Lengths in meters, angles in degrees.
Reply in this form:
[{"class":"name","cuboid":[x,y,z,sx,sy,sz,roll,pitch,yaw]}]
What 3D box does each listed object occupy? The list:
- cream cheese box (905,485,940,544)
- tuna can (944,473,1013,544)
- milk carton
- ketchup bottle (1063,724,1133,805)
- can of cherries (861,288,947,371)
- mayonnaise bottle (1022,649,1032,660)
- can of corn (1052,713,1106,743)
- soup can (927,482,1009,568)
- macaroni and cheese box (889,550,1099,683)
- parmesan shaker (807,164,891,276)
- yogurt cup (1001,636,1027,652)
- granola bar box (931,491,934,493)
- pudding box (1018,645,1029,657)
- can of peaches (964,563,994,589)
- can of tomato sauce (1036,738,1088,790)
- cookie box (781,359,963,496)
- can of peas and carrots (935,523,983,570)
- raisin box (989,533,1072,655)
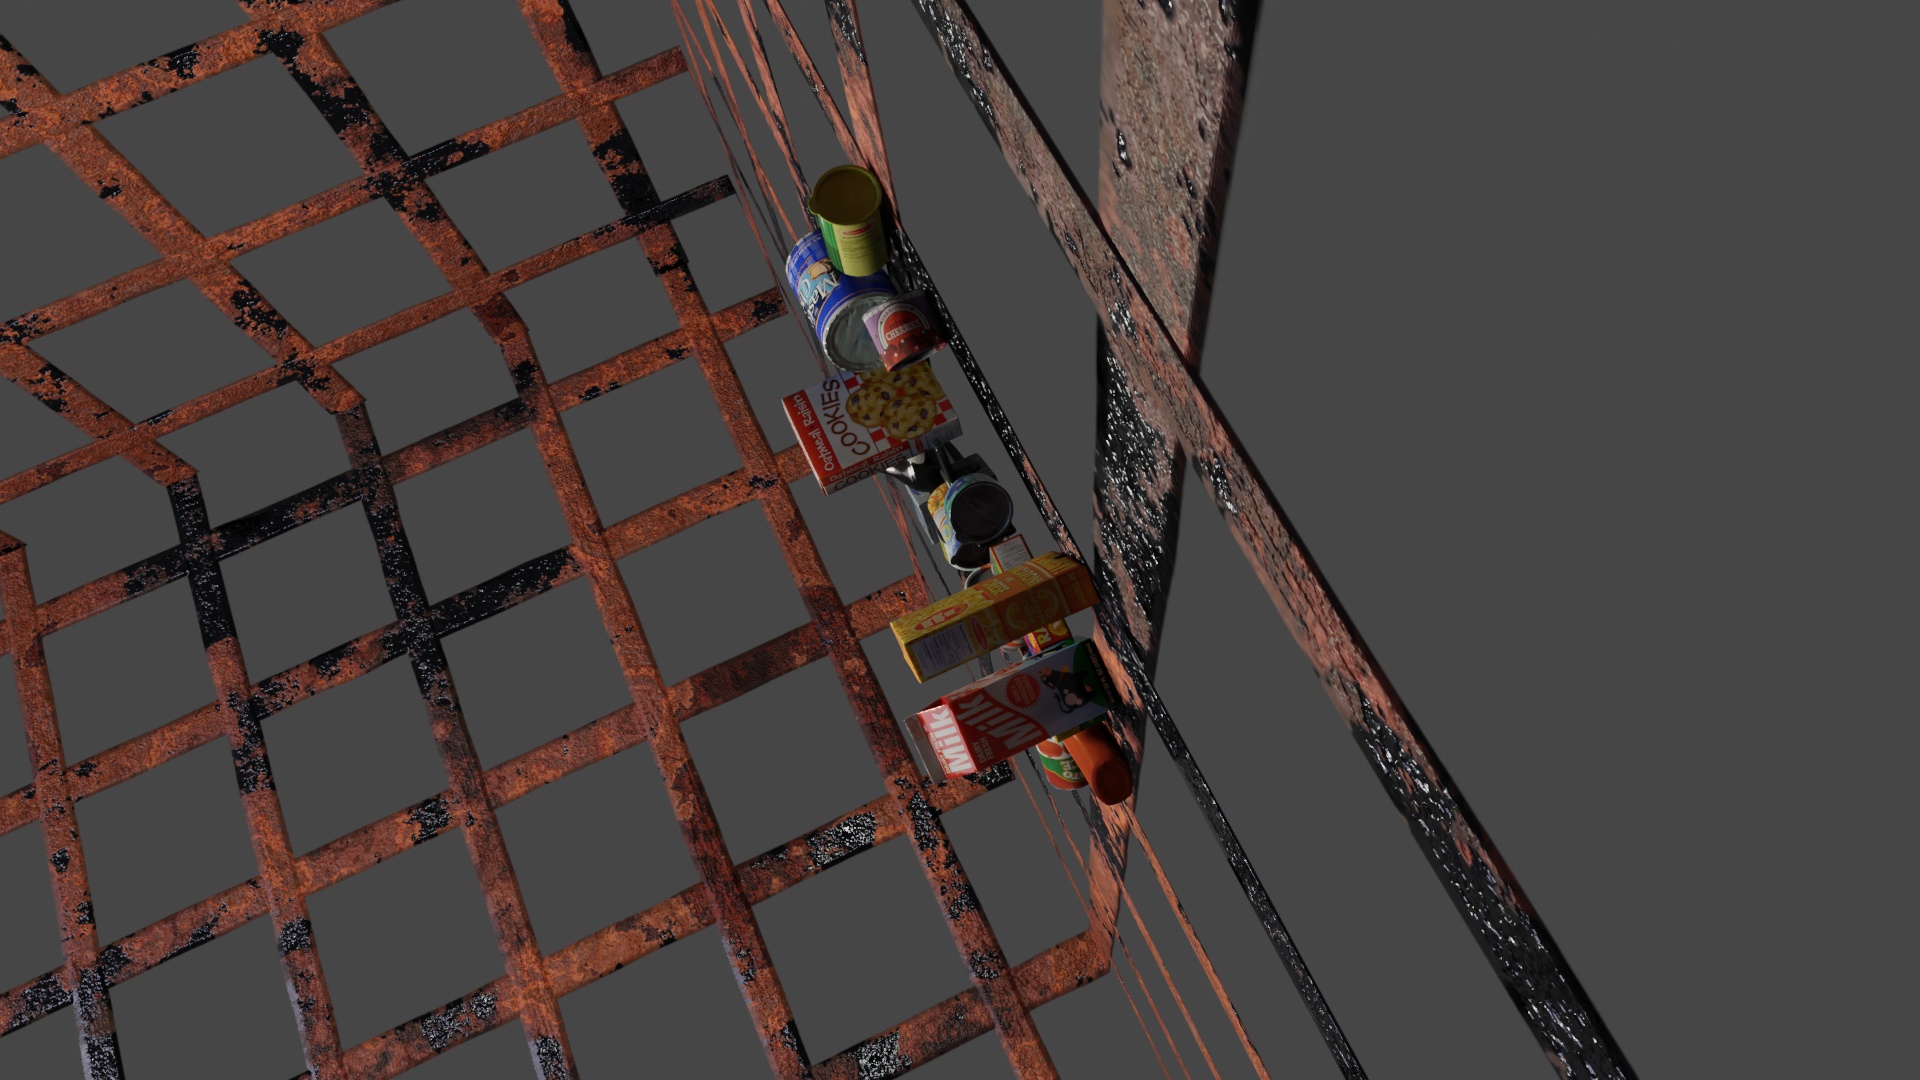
[{"class":"cream cheese box","cuboid":[-0.044,-0.042,1.779,0.053,0.024,0.103,60,174,31]},{"class":"tuna can","cuboid":[0.016,-0.031,1.408,0.033,0.071,0.071,-124,11,-67]},{"class":"milk carton","cuboid":[0.047,0.161,1.321,0.073,0.191,0.072,156,89,-84]},{"class":"ketchup bottle","cuboid":[0.137,0.220,1.495,0.149,0.043,0.064,-124,12,-61]},{"class":"can of cherries","cuboid":[-0.053,-0.202,1.336,0.071,0.071,0.058,145,101,-84]},{"class":"mayonnaise bottle","cuboid":[0.096,0.157,1.628,0.147,0.041,0.065,78,168,-70]},{"class":"can of corn","cuboid":[0.111,0.168,1.444,0.071,0.058,0.071,158,87,-84]},{"class":"soup can","cuboid":[0.006,-0.020,1.559,0.071,0.071,0.084,74,170,-56]},{"class":"macaroni and cheese box","cuboid":[0.026,0.063,1.214,0.124,0.167,0.040,-150,36,-80]},{"class":"parmesan shaker","cuboid":[-0.107,-0.310,1.357,0.102,0.071,0.071,83,162,-73]},{"class":"yogurt cup","cuboid":[0.060,0.080,1.528,0.072,0.072,0.053,64,166,14]},{"class":"granola bar box","cuboid":[-0.042,-0.113,1.781,0.123,0.039,0.166,72,171,-49]},{"class":"pudding box","cuboid":[0.068,0.093,1.675,0.049,0.030,0.084,72,172,-56]},{"class":"can of peaches","cuboid":[0.045,0.068,1.620,0.071,0.071,0.057,-121,9,-48]},{"class":"can of tomato sauce","cuboid":[0.123,0.237,1.605,0.071,0.071,0.082,-123,10,-55]},{"class":"cookie box","cuboid":[-0.099,-0.136,1.539,0.040,0.168,0.123,74,170,-59]},{"class":"can of peas and carrots","cuboid":[0.009,-0.008,1.628,0.058,0.071,0.071,74,170,-60]},{"class":"raisin box","cuboid":[0.074,0.065,1.450,0.086,0.040,0.123,83,163,-70]}]
